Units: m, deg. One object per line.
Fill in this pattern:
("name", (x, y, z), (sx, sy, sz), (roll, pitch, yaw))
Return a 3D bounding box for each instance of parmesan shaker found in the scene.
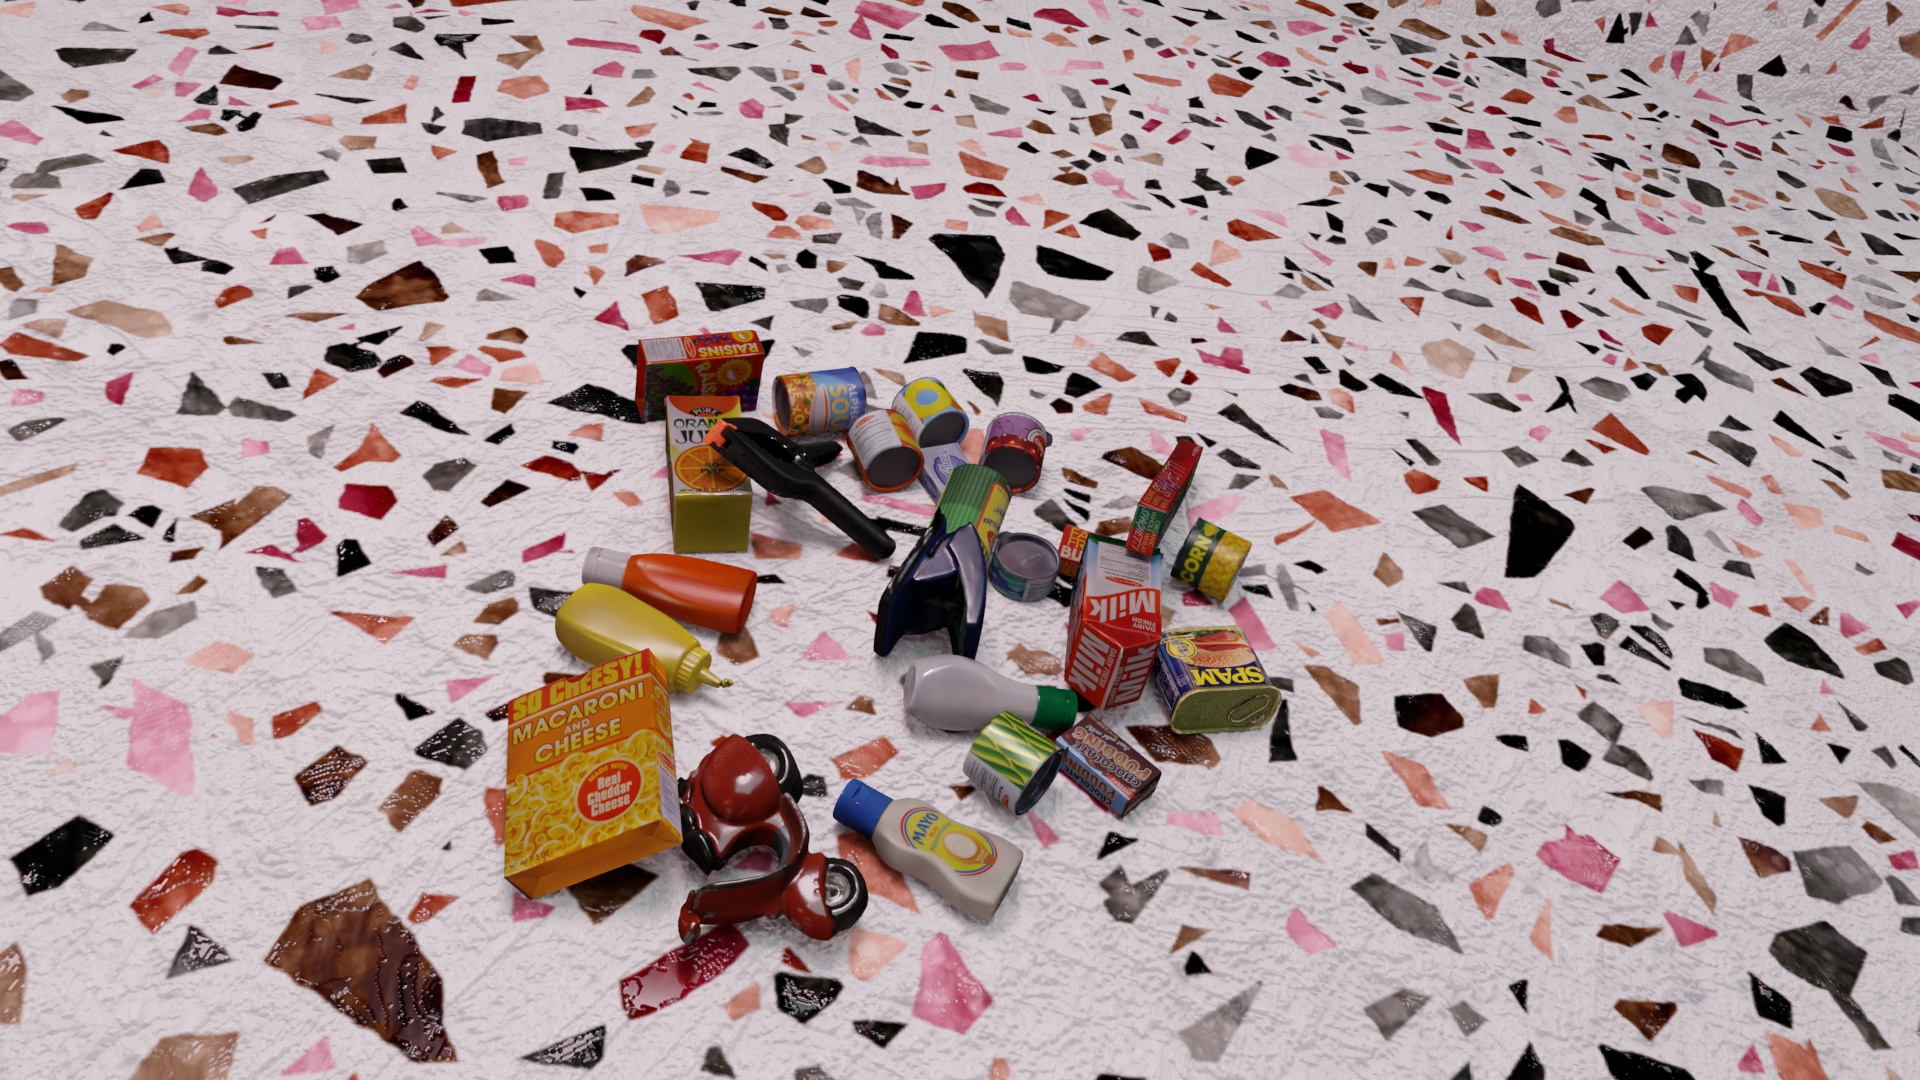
("parmesan shaker", (0.005, -0.017, 1.329), (0.071, 0.071, 0.103), (18, 57, 5))

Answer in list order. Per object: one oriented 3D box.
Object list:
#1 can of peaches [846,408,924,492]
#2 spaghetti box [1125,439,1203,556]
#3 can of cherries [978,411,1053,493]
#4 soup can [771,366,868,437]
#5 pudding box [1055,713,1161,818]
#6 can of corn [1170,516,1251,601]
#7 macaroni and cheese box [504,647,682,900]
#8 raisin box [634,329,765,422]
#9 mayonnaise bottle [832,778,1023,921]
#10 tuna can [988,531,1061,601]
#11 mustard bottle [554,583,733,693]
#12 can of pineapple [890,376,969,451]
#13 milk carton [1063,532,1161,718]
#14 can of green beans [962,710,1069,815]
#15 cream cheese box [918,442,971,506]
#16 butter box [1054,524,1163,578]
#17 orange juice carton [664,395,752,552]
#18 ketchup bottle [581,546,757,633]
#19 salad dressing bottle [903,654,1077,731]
("can of peaches", (-0.075, -0.090, 1.413), (0.071, 0.070, 0.058), (-7, 45, -22))
("spaghetti box", (0.206, -0.046, 1.392), (0.029, 0.050, 0.251), (20, 23, 11))
("can of cherries", (0.057, -0.091, 1.445), (0.071, 0.071, 0.059), (14, 42, 0))
("soup can", (-0.147, -0.143, 1.450), (0.084, 0.071, 0.071), (-10, 47, -24))
("pudding box", (0.123, 0.191, 1.182), (0.084, 0.030, 0.050), (39, 48, 26))
("can of corn", (0.248, 0.019, 1.375), (0.058, 0.070, 0.071), (27, 43, 14))
("macaroni and cheese box", (-0.280, 0.172, 1.052), (0.124, 0.040, 0.167), (-21, 46, 3))
("raisin box", (-0.269, -0.170, 1.431), (0.124, 0.085, 0.040), (-9, 52, -23))
("mayonnaise bottle", (-0.028, 0.236, 1.085), (0.148, 0.041, 0.065), (26, 45, 13))
("tuna can", (0.060, 0.024, 1.346), (0.071, 0.032, 0.071), (8, 42, -7))
("mustard bottle", (-0.263, 0.092, 1.174), (0.160, 0.048, 0.066), (25, 43, 12))
("can of pineapple", (-0.030, -0.131, 1.467), (0.071, 0.070, 0.058), (-14, 49, -28))
("milk carton", (0.139, 0.077, 1.260), (0.073, 0.072, 0.191), (13, 31, -1))
("can of green beans", (0.044, 0.183, 1.144), (0.058, 0.070, 0.071), (34, 46, 22))
("cream cheese box", (-0.007, -0.058, 1.425), (0.053, 0.024, 0.104), (-12, 48, -26))
("butter box", (0.147, 0.021, 1.379), (0.103, 0.024, 0.053), (17, 41, 3))
("orange juice carton", (-0.248, -0.080, 1.349), (0.072, 0.072, 0.193), (-1, 43, -15))
("ketchup bottle", (-0.260, 0.038, 1.238), (0.149, 0.043, 0.065), (13, 41, 0))
("salad dressing bottle", (0.027, 0.137, 1.198), (0.148, 0.064, 0.044), (11, 10, -15))
